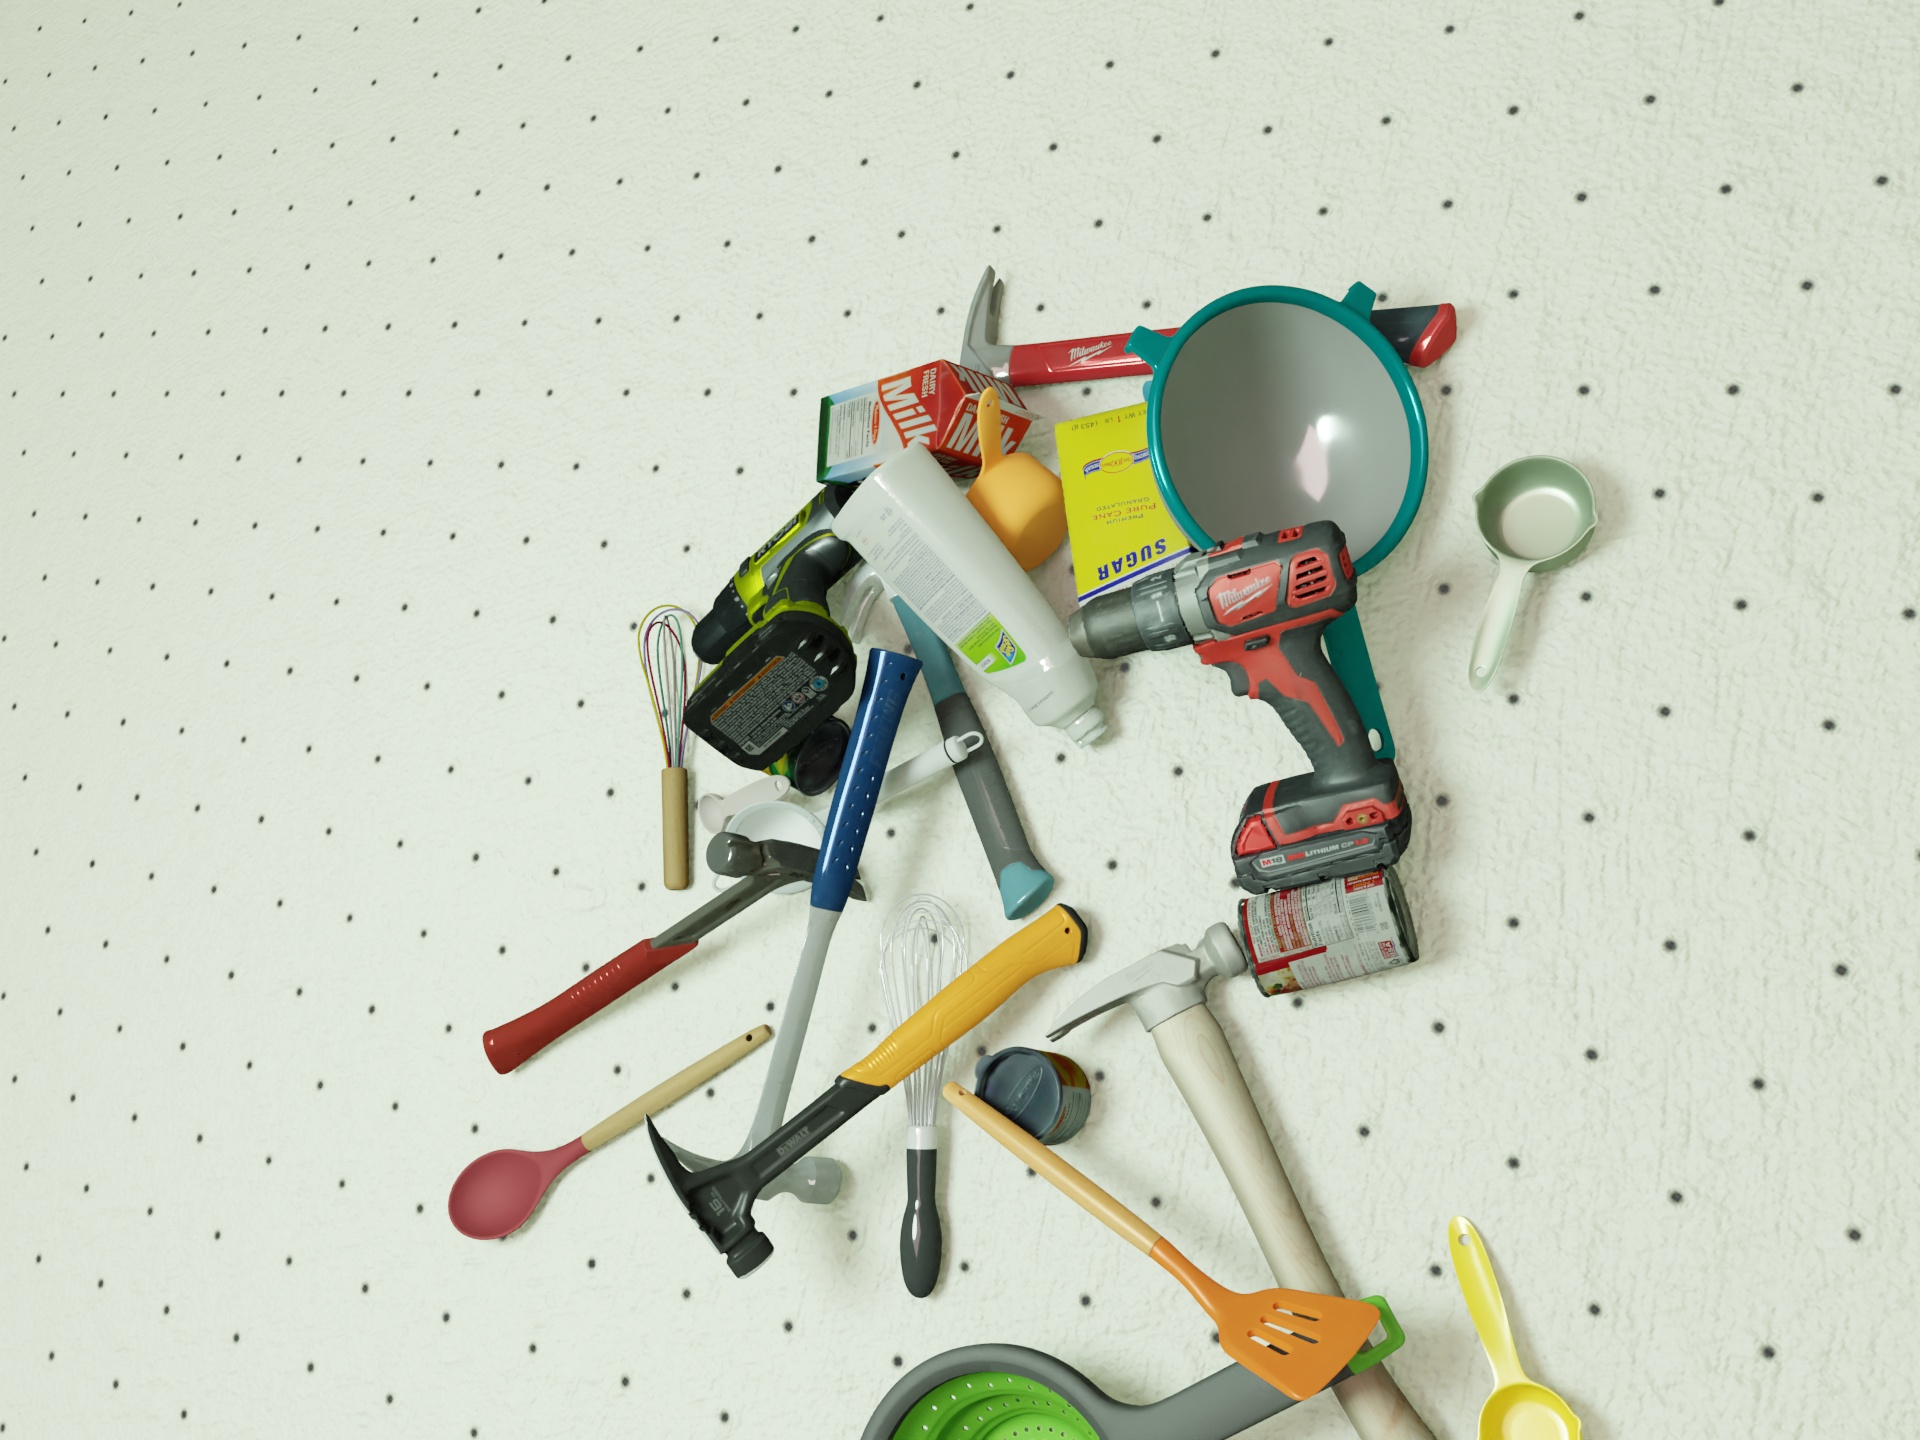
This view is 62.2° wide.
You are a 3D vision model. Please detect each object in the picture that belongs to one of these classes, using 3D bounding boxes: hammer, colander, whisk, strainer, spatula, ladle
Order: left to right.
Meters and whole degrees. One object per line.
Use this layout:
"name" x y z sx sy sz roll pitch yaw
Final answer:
"ladle" -0.279 0.323 1.269 0.315 0.031 0.069 -33 66 12
"hammer" -0.246 0.193 1.258 0.359 0.149 0.037 -34 56 26
"whisk" -0.244 0.020 1.331 0.051 0.047 0.245 -16 72 40
"hammer" -0.104 0.145 1.149 0.035 0.144 0.405 11 85 57
"strainer" -0.087 0.066 1.223 0.258 0.086 0.050 -28 24 24
"hammer" -0.053 0.231 1.105 0.337 0.034 0.127 -36 93 -13
"whisk" -0.027 0.268 1.149 0.070 0.070 0.285 -5 78 25
"hammer" -0.002 -0.004 1.225 0.128 0.033 0.331 -28 65 15
"colander" 0.104 0.463 1.003 0.397 0.094 0.205 -33 64 12
"spatula" 0.106 0.310 0.998 0.323 0.041 0.081 29 45 36
"hammer" 0.180 -0.299 1.220 0.386 0.038 0.143 1 74 26
"hammer" 0.202 0.339 1.013 0.146 0.038 0.411 -28 66 3
"strainer" 0.230 -0.127 1.116 0.211 0.095 0.340 -15 90 -17

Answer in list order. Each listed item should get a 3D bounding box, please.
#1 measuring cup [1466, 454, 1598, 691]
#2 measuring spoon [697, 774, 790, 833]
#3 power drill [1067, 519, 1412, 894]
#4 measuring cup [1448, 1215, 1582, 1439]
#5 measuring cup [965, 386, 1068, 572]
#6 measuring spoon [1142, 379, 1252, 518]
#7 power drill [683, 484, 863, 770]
"measuring cup" 0.373 -0.094 1.067 0.083 0.038 0.167 17 85 29
"measuring spoon" -0.169 0.063 1.273 0.124 0.018 0.034 -22 87 44
"power drill" 0.186 -0.005 1.043 0.188 0.080 0.226 -15 104 21
"measuring cup" 0.329 0.380 0.963 0.062 0.029 0.157 -23 55 18
"measuring cup" 0.041 -0.175 1.179 0.095 0.173 0.052 -40 64 -16
"measuring spoon" 0.175 -0.202 1.192 0.042 0.021 0.129 -35 75 14
"power drill" -0.148 -0.067 1.233 0.190 0.080 0.229 -39 26 22
